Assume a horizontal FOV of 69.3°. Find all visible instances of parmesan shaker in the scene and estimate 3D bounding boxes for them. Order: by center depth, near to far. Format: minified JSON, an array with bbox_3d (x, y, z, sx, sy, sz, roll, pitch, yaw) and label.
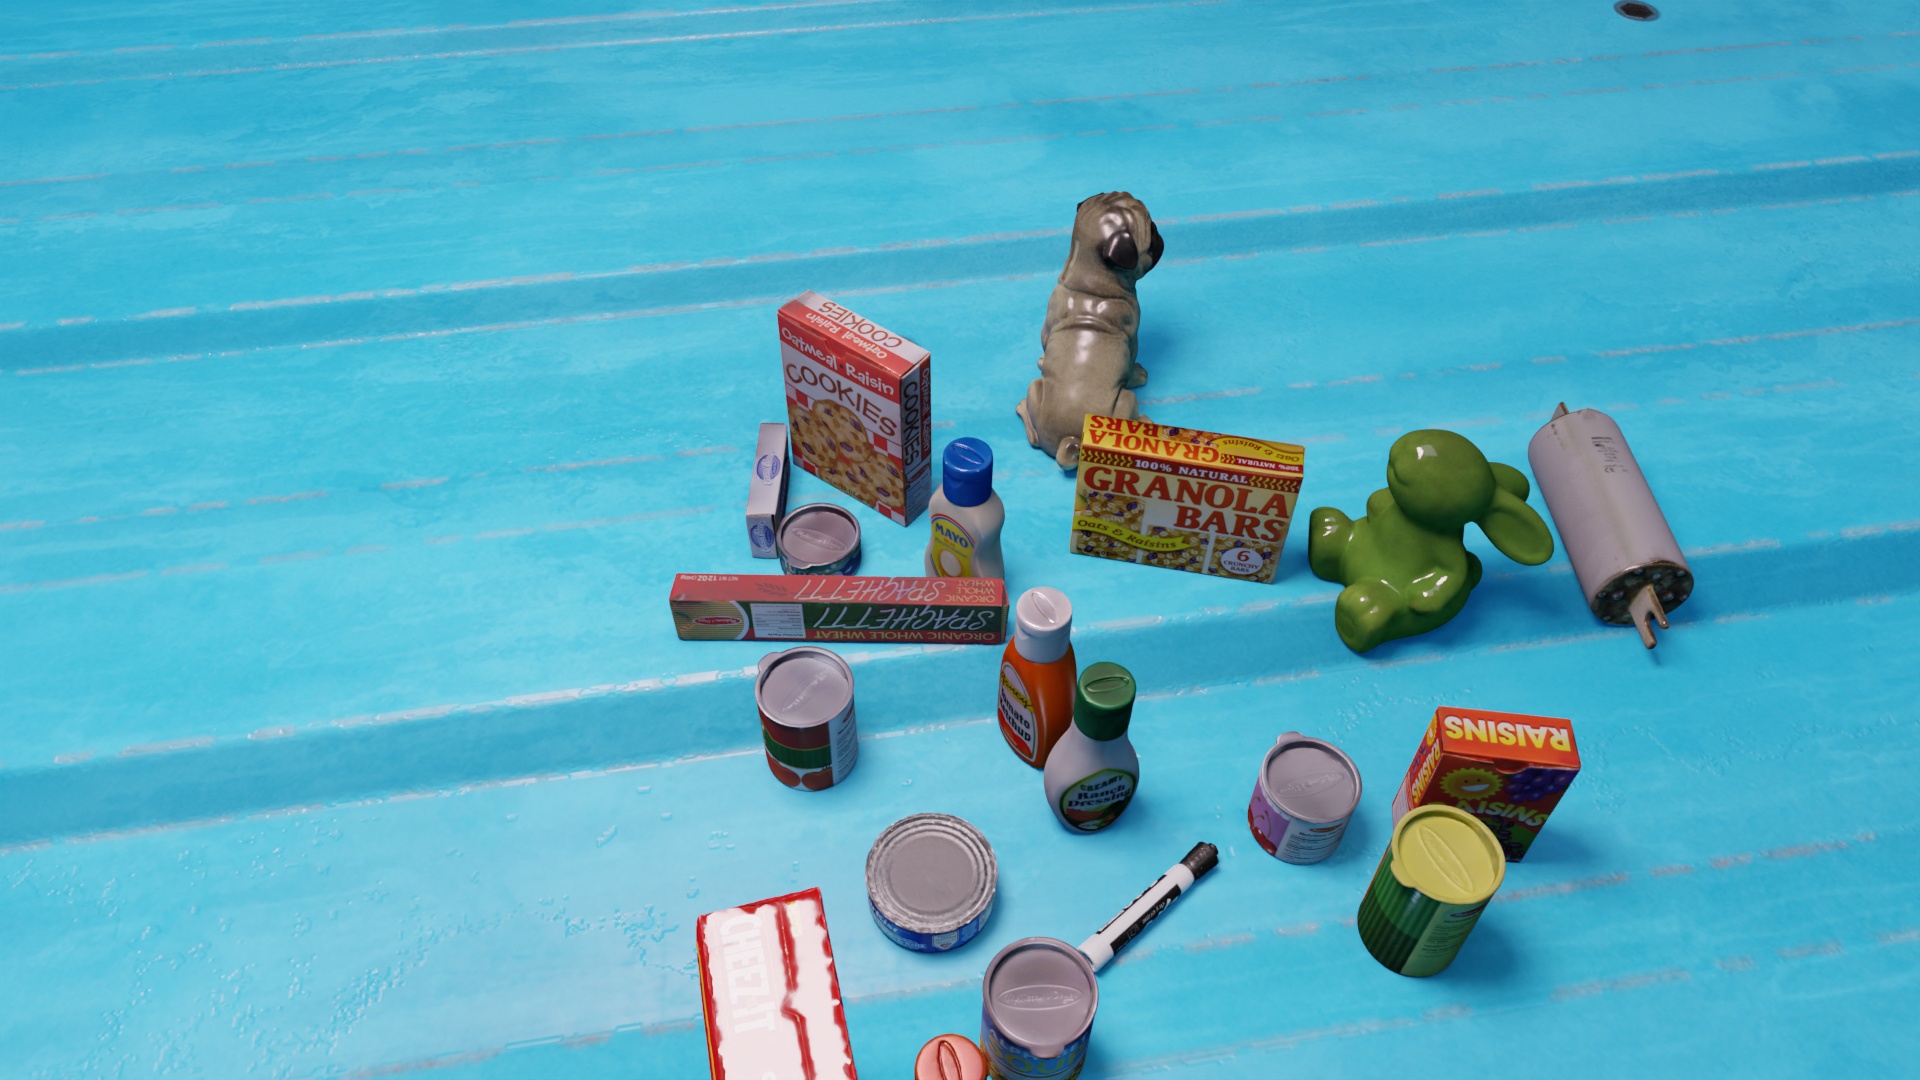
[{"bbox_3d":[0.288,0.221,0.865,0.071,0.102,0.072,1,48,-1],"label":"parmesan shaker"}]

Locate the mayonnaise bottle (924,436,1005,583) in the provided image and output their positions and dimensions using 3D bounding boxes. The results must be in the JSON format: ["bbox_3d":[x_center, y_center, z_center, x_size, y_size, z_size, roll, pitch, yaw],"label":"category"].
[{"bbox_3d":[0.004,-0.013,1.037,0.065,0.147,0.041,30,55,23],"label":"mayonnaise bottle"}]

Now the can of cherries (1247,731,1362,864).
[{"bbox_3d":[0.230,0.173,0.936,0.071,0.058,0.072,1,48,-1],"label":"can of cherries"}]

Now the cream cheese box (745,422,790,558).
[{"bbox_3d":[-0.154,-0.041,1.121,0.024,0.053,0.104,1,48,0],"label":"cream cheese box"}]

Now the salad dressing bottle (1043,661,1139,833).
[{"bbox_3d":[0.088,0.136,0.907,0.064,0.146,0.044,-9,49,-9],"label":"salad dressing bottle"}]

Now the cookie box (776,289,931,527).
[{"bbox_3d":[-0.082,-0.102,1.102,0.123,0.166,0.040,30,54,23],"label":"cookie box"}]

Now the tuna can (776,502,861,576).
[{"bbox_3d":[-0.112,0.006,1.094,0.071,0.032,0.071,1,48,-1],"label":"tuna can"}]

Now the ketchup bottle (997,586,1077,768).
[{"bbox_3d":[0.054,0.091,0.945,0.044,0.148,0.065,-24,53,-20],"label":"ketchup bottle"}]

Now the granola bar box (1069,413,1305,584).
[{"bbox_3d":[0.171,-0.030,1.072,0.166,0.123,0.039,9,49,7],"label":"granola bar box"}]

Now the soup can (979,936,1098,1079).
[{"bbox_3d":[0.045,0.284,0.816,0.071,0.083,0.072,1,48,-1],"label":"soup can"}]

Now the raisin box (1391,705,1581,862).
[{"bbox_3d":[0.339,0.161,0.906,0.086,0.122,0.040,6,49,4],"label":"raisin box"}]

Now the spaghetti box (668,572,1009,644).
[{"bbox_3d":[-0.089,0.052,1.043,0.250,0.049,0.029,1,48,0],"label":"spaghetti box"}]

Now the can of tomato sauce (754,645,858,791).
[{"bbox_3d":[-0.107,0.123,0.957,0.071,0.082,0.071,1,48,-1],"label":"can of tomato sauce"}]

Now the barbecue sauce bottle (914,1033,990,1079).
[{"bbox_3d":[-0.005,0.312,0.748,0.044,0.147,0.065,-11,50,-11],"label":"barbecue sauce bottle"}]
